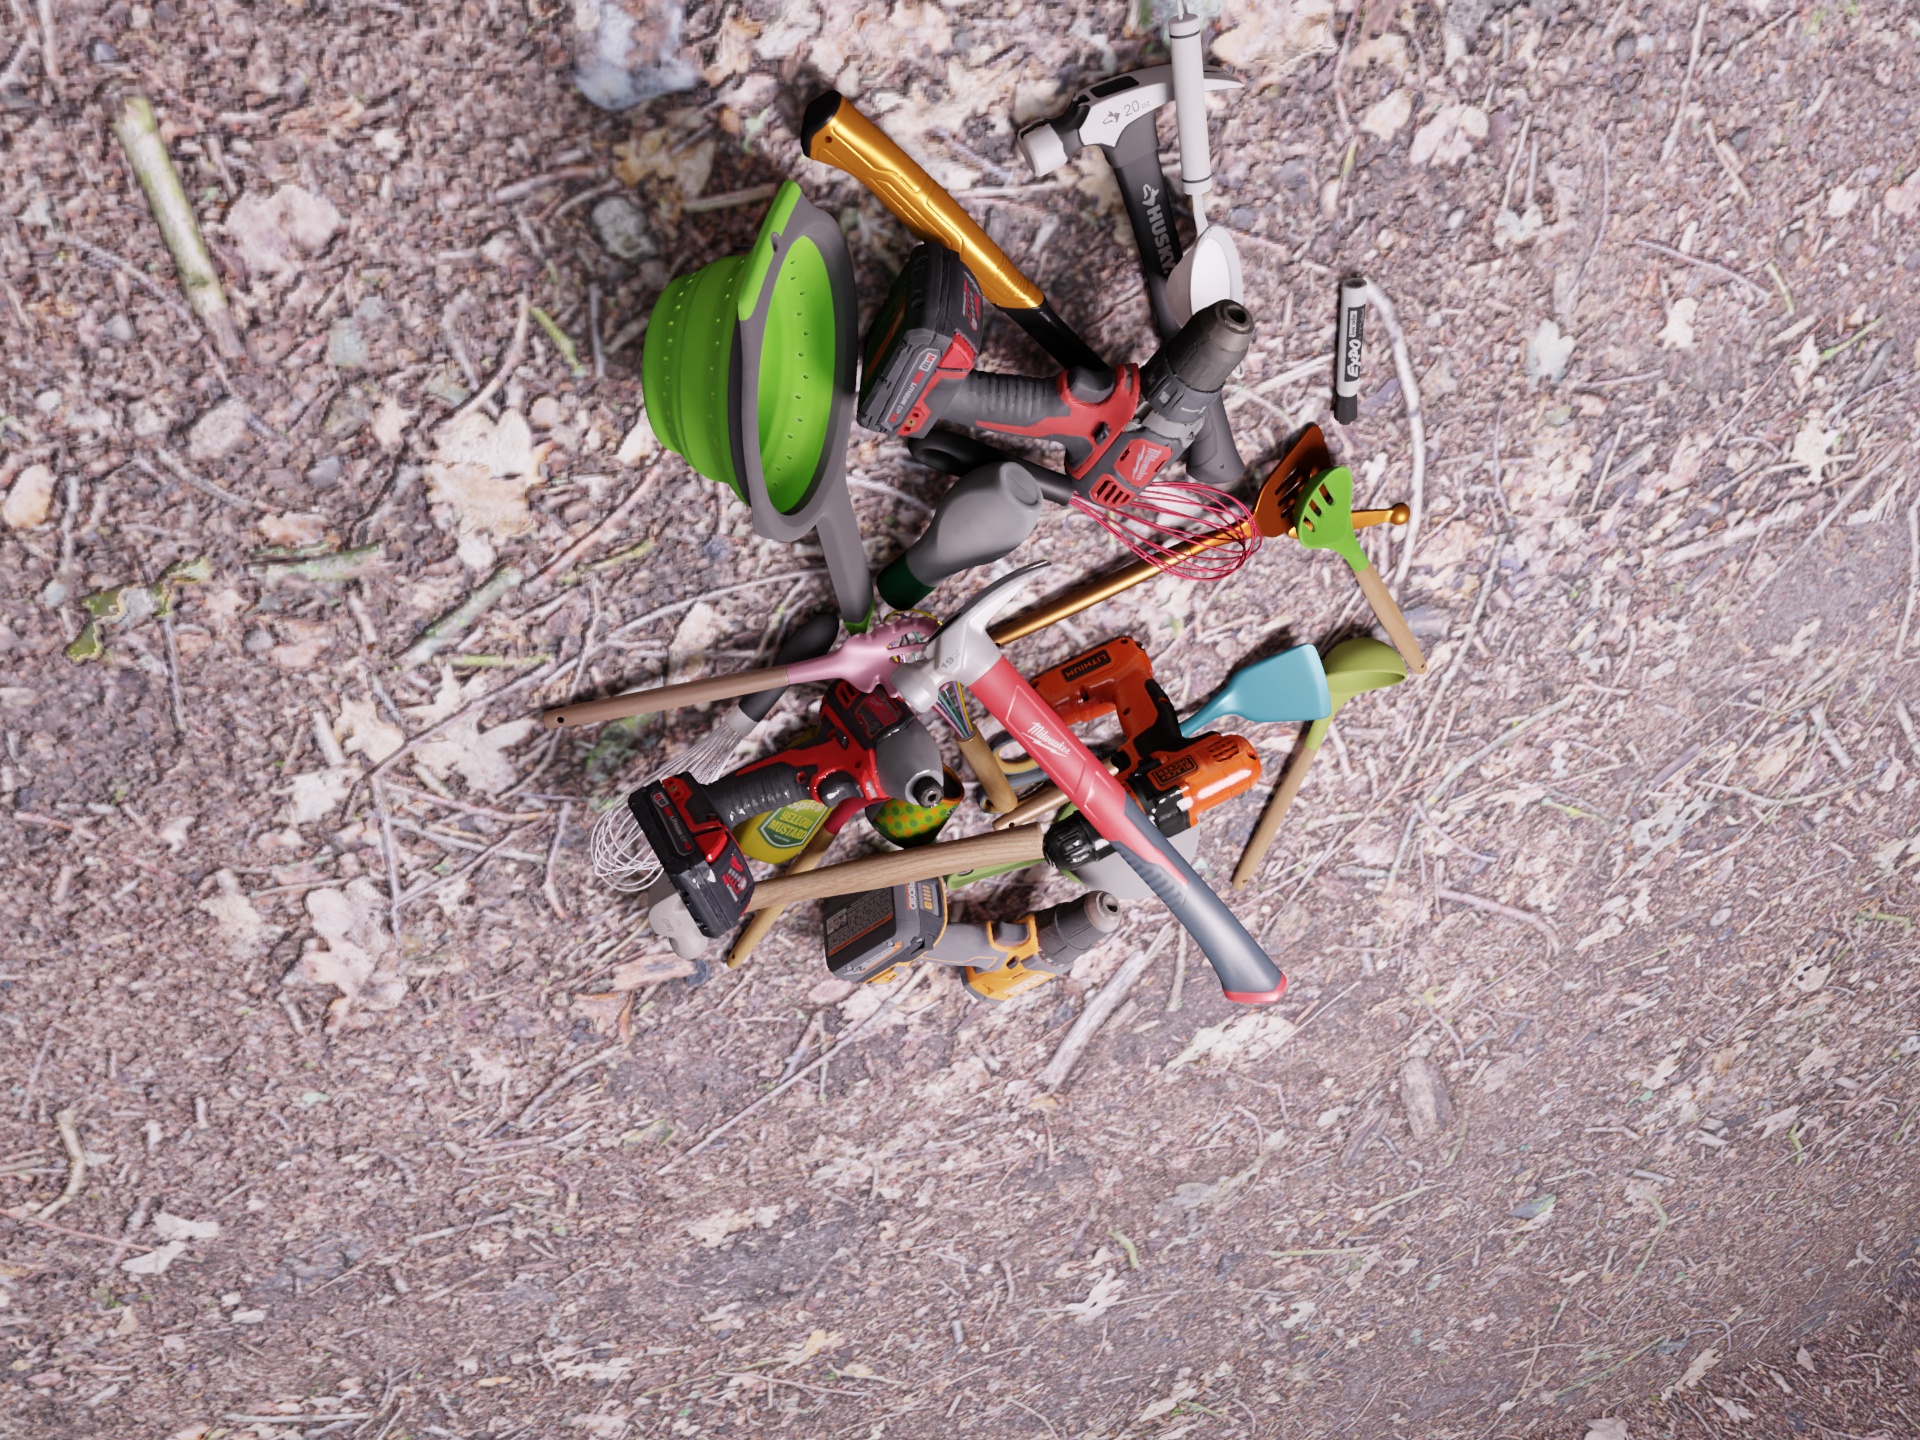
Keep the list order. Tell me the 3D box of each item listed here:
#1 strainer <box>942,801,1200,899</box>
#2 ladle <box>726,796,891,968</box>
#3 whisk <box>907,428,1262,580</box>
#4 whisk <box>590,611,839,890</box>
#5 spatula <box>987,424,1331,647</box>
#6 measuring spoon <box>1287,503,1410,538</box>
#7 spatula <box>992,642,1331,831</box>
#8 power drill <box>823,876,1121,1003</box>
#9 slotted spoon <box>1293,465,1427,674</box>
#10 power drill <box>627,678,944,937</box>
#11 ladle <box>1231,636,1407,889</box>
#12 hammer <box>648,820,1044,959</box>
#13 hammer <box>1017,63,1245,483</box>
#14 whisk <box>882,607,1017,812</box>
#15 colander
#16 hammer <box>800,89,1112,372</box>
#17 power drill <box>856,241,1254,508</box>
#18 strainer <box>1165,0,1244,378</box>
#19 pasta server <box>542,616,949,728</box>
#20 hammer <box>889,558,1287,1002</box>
[{"bbox_3d":[0.114,0.127,1.447,0.256,0.069,0.151,-14,132,-15],"label":"strainer"},{"bbox_3d":[-0.122,0.109,1.345,0.031,0.069,0.315,1,135,-46],"label":"ladle"},{"bbox_3d":[0.097,-0.165,1.187,0.295,0.073,0.073,15,121,-21],"label":"whisk"},{"bbox_3d":[-0.189,0.024,1.236,0.284,0.070,0.070,-47,131,11],"label":"whisk"},{"bbox_3d":[0.158,-0.133,1.282,0.322,0.041,0.080,-25,135,3],"label":"spatula"},{"bbox_3d":[0.328,-0.165,1.336,0.117,0.011,0.021,-10,131,-16],"label":"measuring spoon"},{"bbox_3d":[0.172,0.026,1.389,0.317,0.044,0.082,-27,123,-7],"label":"spatula"},{"bbox_3d":[0.015,0.186,1.416,0.226,0.084,0.185,18,142,-36],"label":"power drill"},{"bbox_3d":[0.349,-0.119,1.364,0.070,0.031,0.313,-52,137,-4],"label":"slotted spoon"},{"bbox_3d":[-0.120,0.058,1.176,0.219,0.143,0.078,-30,134,-11],"label":"power drill"},{"bbox_3d":[0.323,0.052,1.488,0.078,0.062,0.320,4,129,-20],"label":"ladle"},{"bbox_3d":[-0.094,0.127,1.303,0.331,0.031,0.129,-11,146,2],"label":"hammer"},{"bbox_3d":[0.156,-0.301,1.129,0.146,0.035,0.334,-27,134,0],"label":"hammer"},{"bbox_3d":[0.000,-0.004,1.294,0.047,0.051,0.244,-30,132,-1],"label":"whisk"},{"bbox_3d":[-0.129,-0.177,1.065,0.094,0.205,0.396,9,150,12],"label":"colander"},{"bbox_3d":[0.029,-0.296,1.053,0.127,0.034,0.336,-23,138,37],"label":"hammer"},{"bbox_3d":[0.063,-0.233,1.047,0.226,0.080,0.188,15,148,-19],"label":"power drill"},{"bbox_3d":[0.153,-0.344,1.038,0.087,0.050,0.258,-51,142,-40],"label":"strainer"},{"bbox_3d":[-0.156,-0.028,1.183,0.316,0.040,0.060,-11,105,0],"label":"pasta server"},{"bbox_3d":[0.127,0.060,1.184,0.143,0.038,0.386,-42,104,4],"label":"hammer"}]
